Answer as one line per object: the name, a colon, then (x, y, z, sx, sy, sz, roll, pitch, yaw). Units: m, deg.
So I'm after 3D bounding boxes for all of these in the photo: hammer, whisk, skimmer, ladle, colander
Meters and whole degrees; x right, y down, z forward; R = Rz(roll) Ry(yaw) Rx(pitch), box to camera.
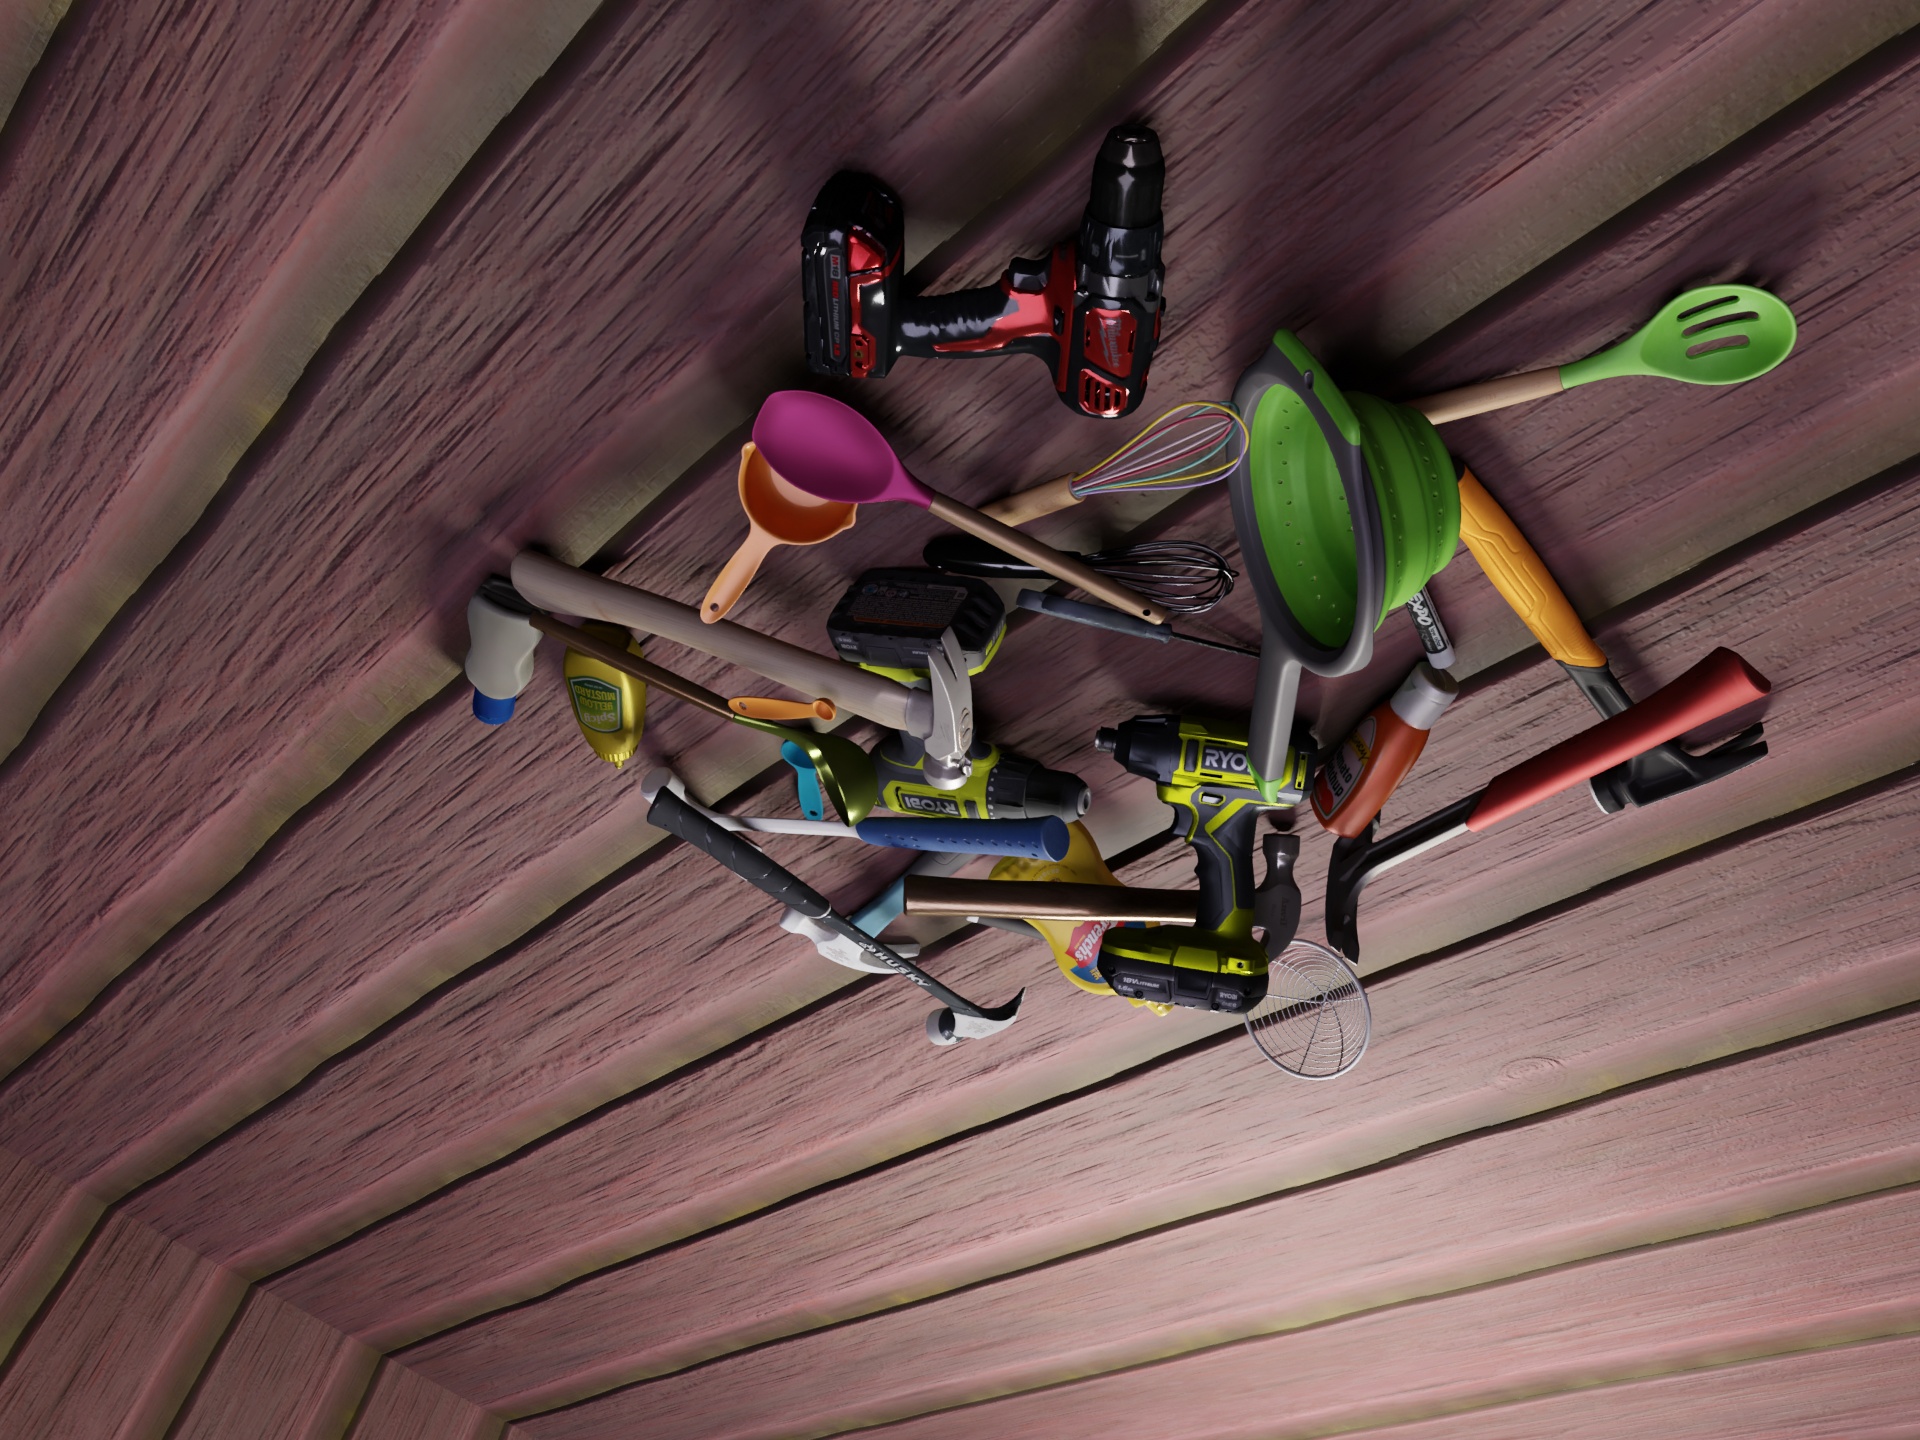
hammer: (-0.087, 0.095, 1.353, 0.405, 0.035, 0.143, 0, 144, 35)
hammer: (0.405, 0.053, 1.141, 0.036, 0.149, 0.359, 35, 137, -19)
whisk: (0.095, -0.170, 1.091, 0.047, 0.051, 0.245, 22, 156, -39)
hammer: (0.118, 0.155, 1.329, 0.331, 0.031, 0.130, 2, 90, 0)
hammer: (0.433, -0.062, 1.121, 0.127, 0.034, 0.336, -27, 120, 36)
hammer: (-0.035, 0.142, 1.458, 0.128, 0.033, 0.331, 34, 133, -15)
skimmer: (0.181, 0.224, 1.417, 0.363, 0.090, 0.127, 15, 110, -3)
ladle: (-0.210, -0.006, 1.282, 0.320, 0.062, 0.078, 25, 160, 4)
whisk: (0.086, -0.114, 1.171, 0.239, 0.055, 0.055, 7, 134, 17)
hammer: (-0.178, -0.067, 1.222, 0.411, 0.038, 0.146, 20, 142, 20)
colander: (0.253, -0.084, 1.065, 0.094, 0.205, 0.396, -15, 140, -9)
hammer: (-0.114, 0.180, 1.440, 0.408, 0.036, 0.149, 37, 145, -23)

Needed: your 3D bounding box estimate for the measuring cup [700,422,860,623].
measuring cup: (-0.138, -0.145, 1.164, 0.095, 0.052, 0.173, 34, 112, -11)

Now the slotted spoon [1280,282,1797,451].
slotted spoon: (0.353, -0.212, 1.007, 0.314, 0.031, 0.070, -11, 129, 28)

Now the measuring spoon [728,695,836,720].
measuring spoon: (-0.136, -0.012, 1.215, 0.117, 0.011, 0.021, 3, 130, 41)

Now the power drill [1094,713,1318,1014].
power drill: (0.181, 0.108, 1.263, 0.171, 0.080, 0.223, 8, 95, 7)

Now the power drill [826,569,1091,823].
power drill: (-0.002, -0.004, 1.264, 0.190, 0.080, 0.228, 7, 136, 25)

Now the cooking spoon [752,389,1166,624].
cooking spoon: (0.003, -0.143, 1.117, 0.319, 0.017, 0.068, 26, 111, -6)

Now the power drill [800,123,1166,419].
power drill: (0.019, -0.289, 1.000, 0.226, 0.080, 0.187, 8, 135, 5)

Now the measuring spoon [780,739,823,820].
measuring spoon: (-0.133, 0.049, 1.415, 0.042, 0.021, 0.128, 9, 144, 7)
